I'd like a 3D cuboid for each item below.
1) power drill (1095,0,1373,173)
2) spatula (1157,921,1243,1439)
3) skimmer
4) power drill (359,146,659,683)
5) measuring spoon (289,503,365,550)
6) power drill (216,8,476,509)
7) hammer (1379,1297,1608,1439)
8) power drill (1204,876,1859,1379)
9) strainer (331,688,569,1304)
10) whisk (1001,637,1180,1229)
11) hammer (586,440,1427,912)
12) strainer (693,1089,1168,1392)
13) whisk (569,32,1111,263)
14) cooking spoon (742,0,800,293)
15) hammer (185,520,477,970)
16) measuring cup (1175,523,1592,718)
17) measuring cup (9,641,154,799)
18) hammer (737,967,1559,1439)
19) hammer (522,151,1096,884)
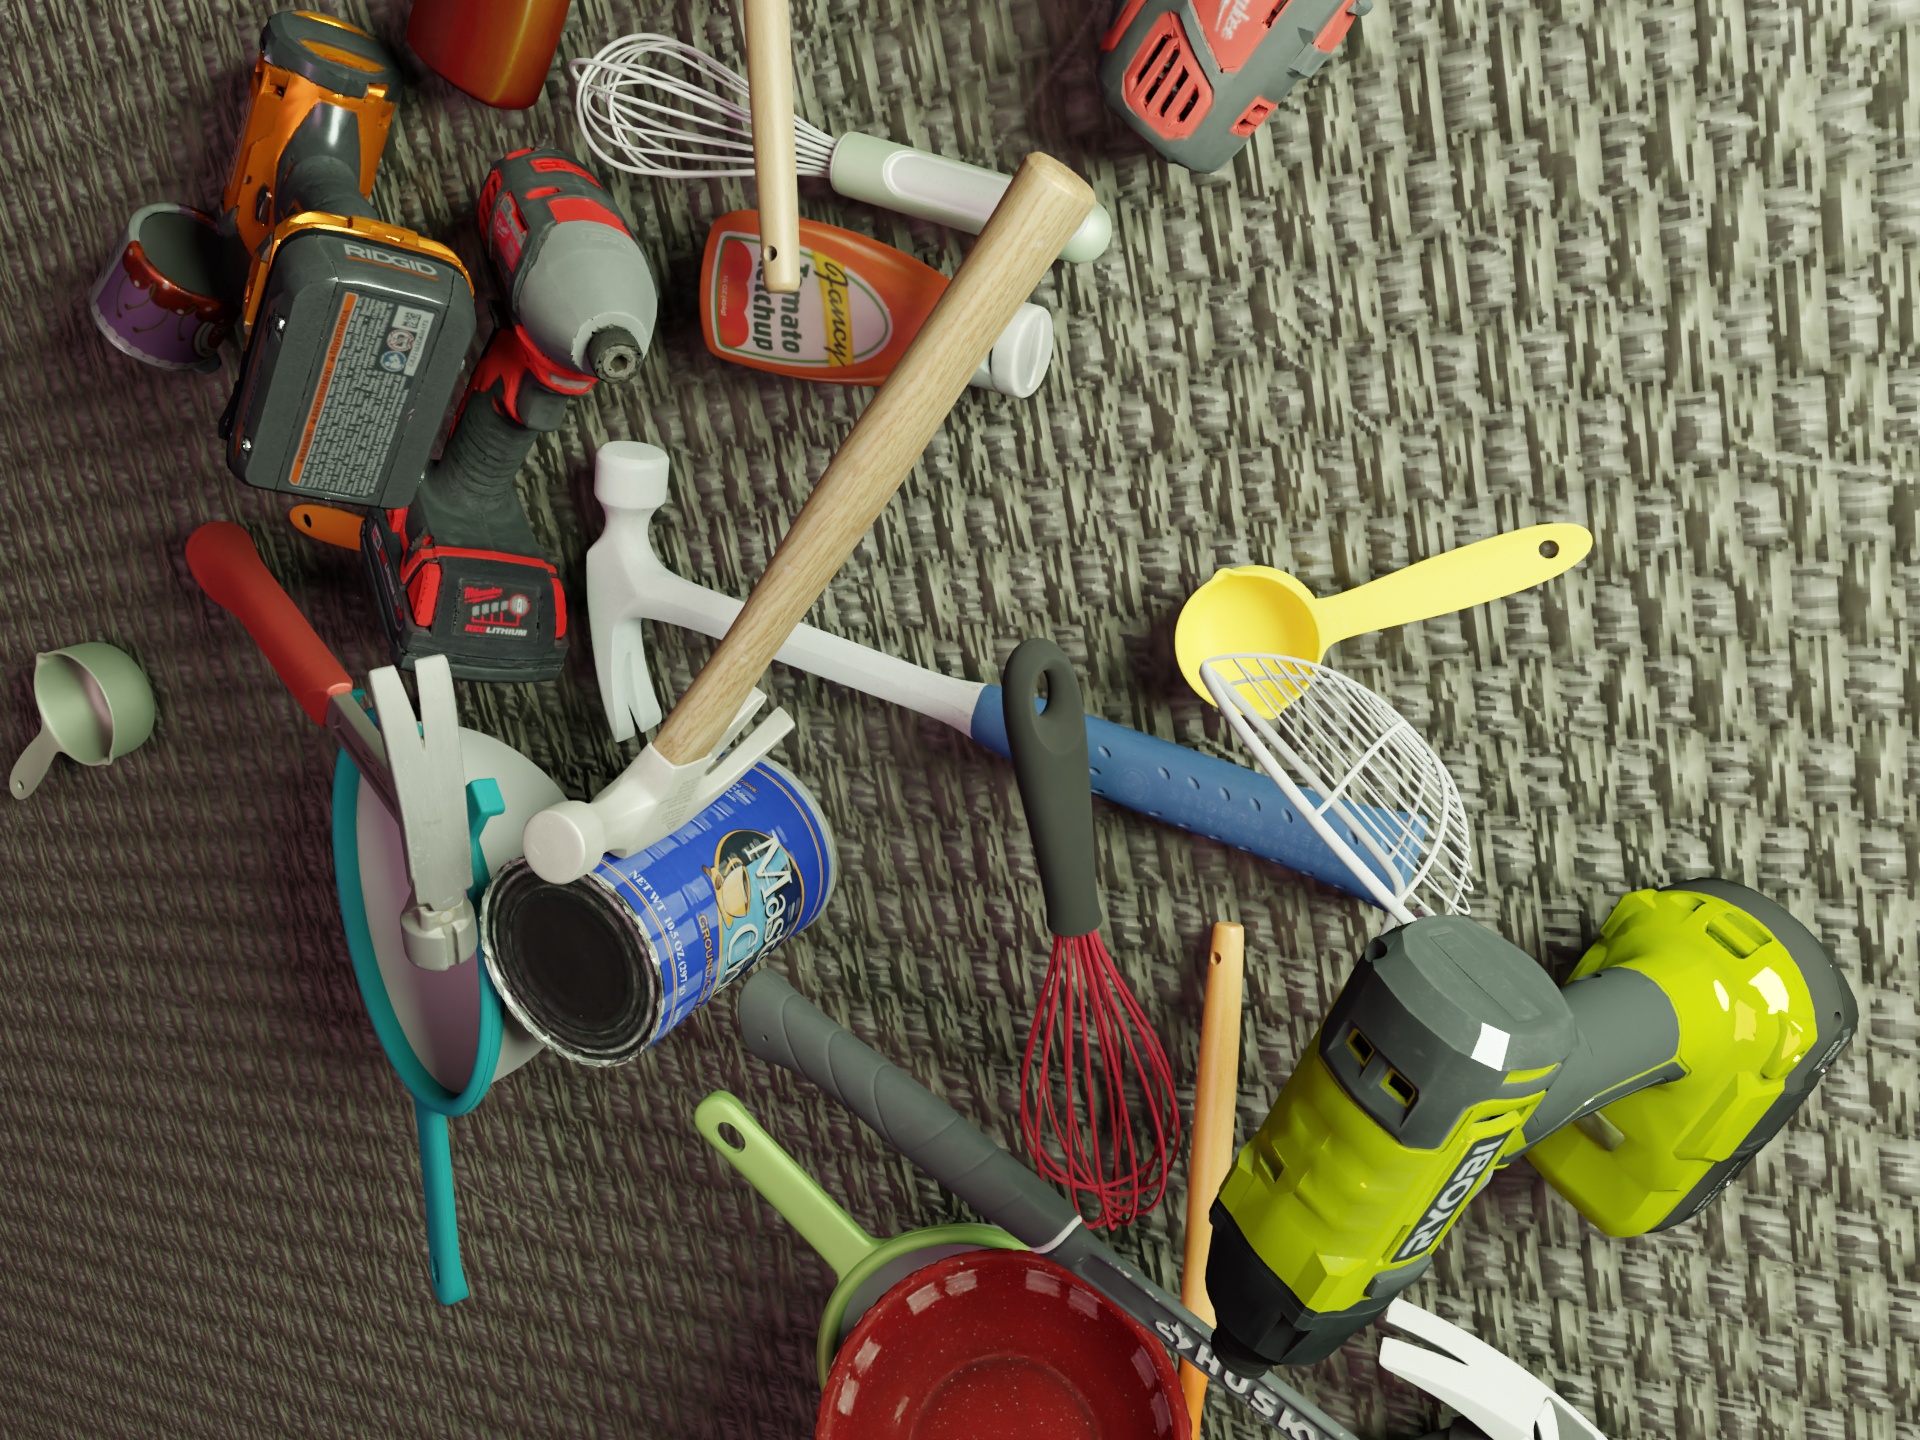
[{"bbox_3d":[0.062,-0.322,0.520,0.227,0.080,0.188,45,124,5],"label":"power drill"},{"bbox_3d":[0.112,0.247,0.702,0.081,0.041,0.322,10,98,50],"label":"spatula"},{"bbox_3d":[0.128,0.135,0.614,0.127,0.090,0.363,-117,21,-52],"label":"skimmer"},{"bbox_3d":[-0.197,-0.128,0.714,0.219,0.078,0.143,-60,43,30],"label":"power drill"},{"bbox_3d":[-0.325,-0.099,0.864,0.117,0.011,0.021,16,116,24],"label":"measuring spoon"},{"bbox_3d":[-0.291,-0.197,0.720,0.164,0.084,0.227,-56,44,33],"label":"power drill"},{"bbox_3d":[0.144,0.373,0.752,0.146,0.035,0.334,46,127,-7],"label":"hammer"},{"bbox_3d":[0.182,0.133,0.526,0.080,0.223,0.171,49,130,39],"label":"power drill"},{"bbox_3d":[-0.250,0.152,0.851,0.211,0.095,0.340,22,116,48],"label":"strainer"},{"bbox_3d":[0.050,0.101,0.668,0.073,0.073,0.295,6,120,28],"label":"whisk"},{"bbox_3d":[-0.001,-0.002,0.700,0.406,0.035,0.144,20,117,22],"label":"hammer"},{"bbox_3d":[-0.028,0.269,0.786,0.256,0.069,0.151,44,105,2],"label":"strainer"},{"bbox_3d":[-0.053,-0.227,0.640,0.246,0.059,0.058,22,90,17],"label":"whisk"},{"bbox_3d":[-0.077,-0.325,0.600,0.069,0.017,0.319,1,98,27],"label":"cooking spoon"},{"bbox_3d":[-0.319,-0.031,0.778,0.359,0.036,0.149,37,133,44],"label":"hammer"},{"bbox_3d":[0.158,-0.046,0.604,0.156,0.029,0.062,-17,99,22],"label":"measuring cup"},{"bbox_3d":[-0.576,0.007,1.035,0.167,0.038,0.083,-34,90,37],"label":"measuring cup"},{"bbox_3d":[0.055,0.223,0.663,0.409,0.036,0.149,31,130,28],"label":"hammer"},{"bbox_3d":[-0.053,-0.071,0.622,0.031,0.130,0.331,42,114,10],"label":"hammer"}]
